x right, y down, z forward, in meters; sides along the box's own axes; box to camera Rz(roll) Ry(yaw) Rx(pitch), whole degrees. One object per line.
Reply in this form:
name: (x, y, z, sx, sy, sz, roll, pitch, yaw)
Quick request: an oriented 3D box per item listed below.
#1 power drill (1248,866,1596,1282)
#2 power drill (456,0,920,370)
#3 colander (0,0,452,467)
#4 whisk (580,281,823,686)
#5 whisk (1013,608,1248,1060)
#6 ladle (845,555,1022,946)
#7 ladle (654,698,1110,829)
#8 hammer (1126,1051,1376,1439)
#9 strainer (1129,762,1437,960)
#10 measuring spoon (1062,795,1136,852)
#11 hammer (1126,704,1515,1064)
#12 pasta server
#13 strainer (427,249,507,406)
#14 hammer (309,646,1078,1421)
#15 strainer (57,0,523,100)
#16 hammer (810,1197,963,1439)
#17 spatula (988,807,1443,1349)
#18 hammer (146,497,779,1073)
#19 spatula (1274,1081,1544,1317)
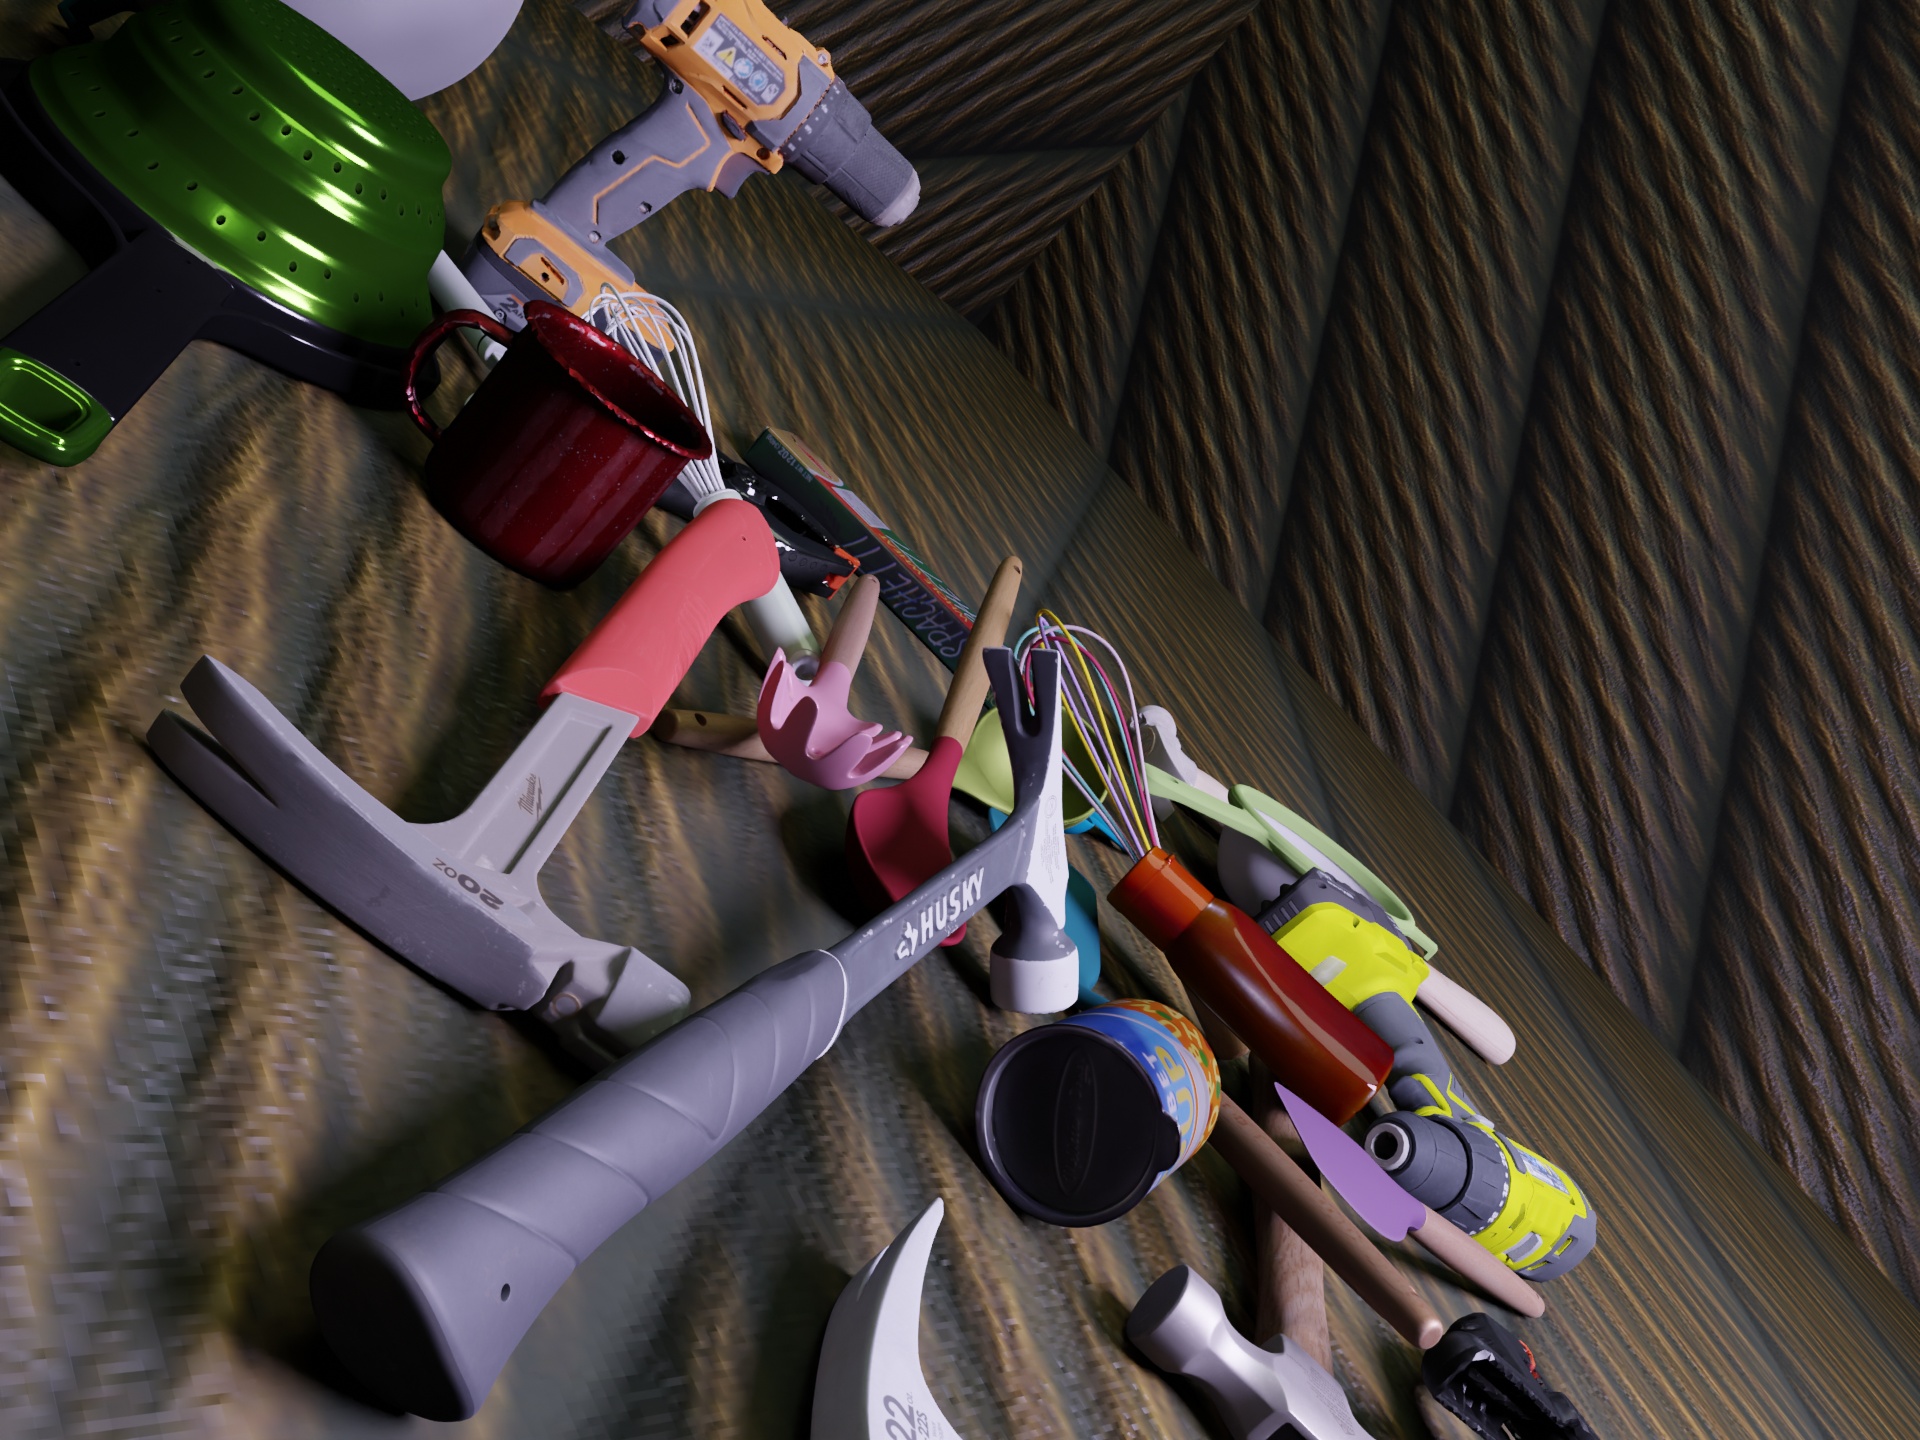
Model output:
power drill: (0.240, 0.193, 0.884, 0.190, 0.080, 0.229, 32, 21, -40)
power drill: (-0.150, -0.288, 0.896, 0.185, 0.226, 0.084, 36, 16, -26)
colander: (-0.266, -0.194, 0.586, 0.204, 0.094, 0.397, 36, 16, -26)
whisk: (-0.122, -0.111, 0.771, 0.246, 0.058, 0.059, 62, -17, 14)
whisk: (0.088, 0.057, 0.794, 0.051, 0.047, 0.245, -26, 92, -42)
ladle: (-0.001, -0.002, 0.728, 0.069, 0.031, 0.316, 49, 29, -18)
ladle: (-0.023, 0.012, 0.737, 0.320, 0.062, 0.078, 12, 44, -59)
hammer: (0.137, 0.207, 0.657, 0.130, 0.031, 0.331, 43, 14, 1)
strainer: (0.186, 0.095, 1.036, 0.256, 0.069, 0.152, 25, 16, -36)
measuring spoon: (0.073, 0.064, 0.933, 0.042, 0.021, 0.128, 52, 8, 32)
hammer: (0.287, 0.146, 1.222, 0.410, 0.038, 0.146, 39, 16, -16)
pasta server: (-0.049, -0.032, 0.709, 0.060, 0.040, 0.316, 34, 15, -9)
strainer: (-0.223, -0.178, 0.777, 0.086, 0.050, 0.259, 3, 37, -47)
hammer: (-0.034, 0.072, 0.464, 0.036, 0.149, 0.409, 3, 10, 20)
strainer: (-0.241, -0.364, 0.785, 0.340, 0.211, 0.095, -24, 89, -47)
hammer: (0.119, 0.265, 0.437, 0.405, 0.035, 0.144, 37, 16, -25)
spatula: (0.092, 0.134, 0.649, 0.082, 0.044, 0.318, 39, 1, -35)
hammer: (-0.124, -0.023, 0.553, 0.149, 0.036, 0.359, 40, 19, -12)
spatula: (0.218, 0.237, 0.733, 0.315, 0.018, 0.060, 41, 18, -44)
